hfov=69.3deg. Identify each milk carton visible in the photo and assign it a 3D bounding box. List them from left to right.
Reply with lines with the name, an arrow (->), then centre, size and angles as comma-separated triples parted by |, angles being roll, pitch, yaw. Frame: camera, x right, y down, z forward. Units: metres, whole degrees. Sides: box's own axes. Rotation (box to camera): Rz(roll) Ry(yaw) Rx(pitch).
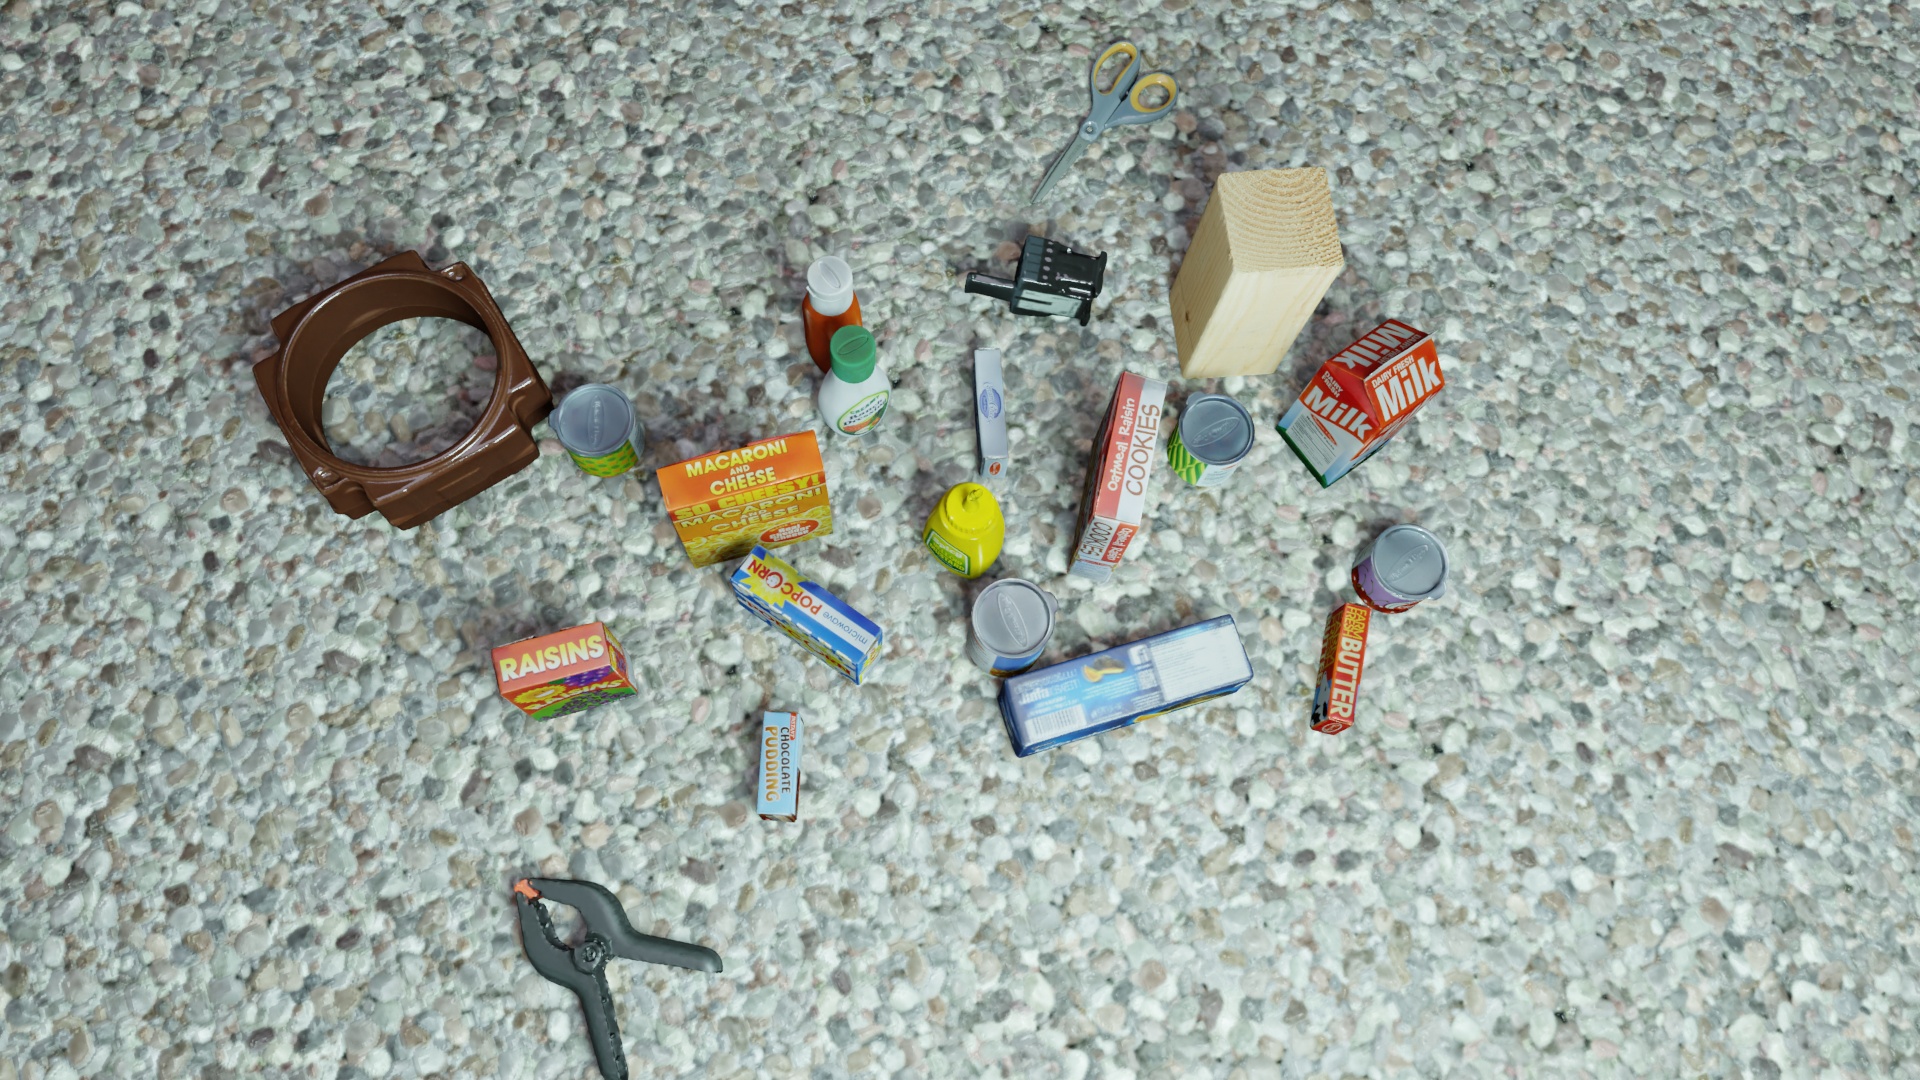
milk carton -> 0.336, -0.118, 1.160 | 0.072, 0.190, 0.073 | -34, 78, -12

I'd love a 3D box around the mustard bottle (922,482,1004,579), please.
mustard bottle -> 0.004, -0.014, 1.125 | 0.065, 0.159, 0.049 | 36, 75, 8

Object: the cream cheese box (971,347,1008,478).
cream cheese box -> 0.026, -0.110, 1.211 | 0.024, 0.053, 0.104 | -3, 73, -4

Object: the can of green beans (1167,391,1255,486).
can of green beans -> 0.218, -0.087, 1.212 | 0.071, 0.057, 0.071 | 1, 73, -3

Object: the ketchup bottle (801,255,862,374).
ketchup bottle -> -0.109, -0.190, 1.179 | 0.043, 0.148, 0.065 | -34, 78, -12

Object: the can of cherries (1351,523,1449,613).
can of cherries -> 0.376, 0.027, 1.186 | 0.071, 0.058, 0.071 | 1, 73, -3

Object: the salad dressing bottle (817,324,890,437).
salad dressing bottle -> -0.089, -0.133, 1.163 | 0.064, 0.147, 0.044 | -30, 77, -11

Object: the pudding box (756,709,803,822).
pudding box -> -0.144, 0.181, 1.113 | 0.030, 0.049, 0.084 | 2, 73, -2

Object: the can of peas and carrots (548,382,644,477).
can of peas and carrots -> -0.309, -0.093, 1.184 | 0.071, 0.058, 0.071 | 1, 73, -3

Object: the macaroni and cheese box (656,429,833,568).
macaroni and cheese box -> -0.169, -0.031, 1.117 | 0.124, 0.166, 0.040 | -15, 75, -7

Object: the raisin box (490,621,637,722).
raisin box -> -0.307, 0.103, 1.090 | 0.086, 0.123, 0.040 | -14, 75, -7

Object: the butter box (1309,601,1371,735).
butter box -> 0.317, 0.107, 1.161 | 0.024, 0.053, 0.104 | 14, 73, 1

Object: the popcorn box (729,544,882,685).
popcorn box -> -0.124, 0.062, 1.133 | 0.127, 0.085, 0.038 | 34, 75, 7

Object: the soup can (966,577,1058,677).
soup can -> 0.042, 0.072, 1.140 | 0.071, 0.083, 0.071 | 1, 73, -3

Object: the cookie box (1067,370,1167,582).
cookie box -> 0.125, -0.048, 1.138 | 0.040, 0.167, 0.123 | 12, 73, 1
